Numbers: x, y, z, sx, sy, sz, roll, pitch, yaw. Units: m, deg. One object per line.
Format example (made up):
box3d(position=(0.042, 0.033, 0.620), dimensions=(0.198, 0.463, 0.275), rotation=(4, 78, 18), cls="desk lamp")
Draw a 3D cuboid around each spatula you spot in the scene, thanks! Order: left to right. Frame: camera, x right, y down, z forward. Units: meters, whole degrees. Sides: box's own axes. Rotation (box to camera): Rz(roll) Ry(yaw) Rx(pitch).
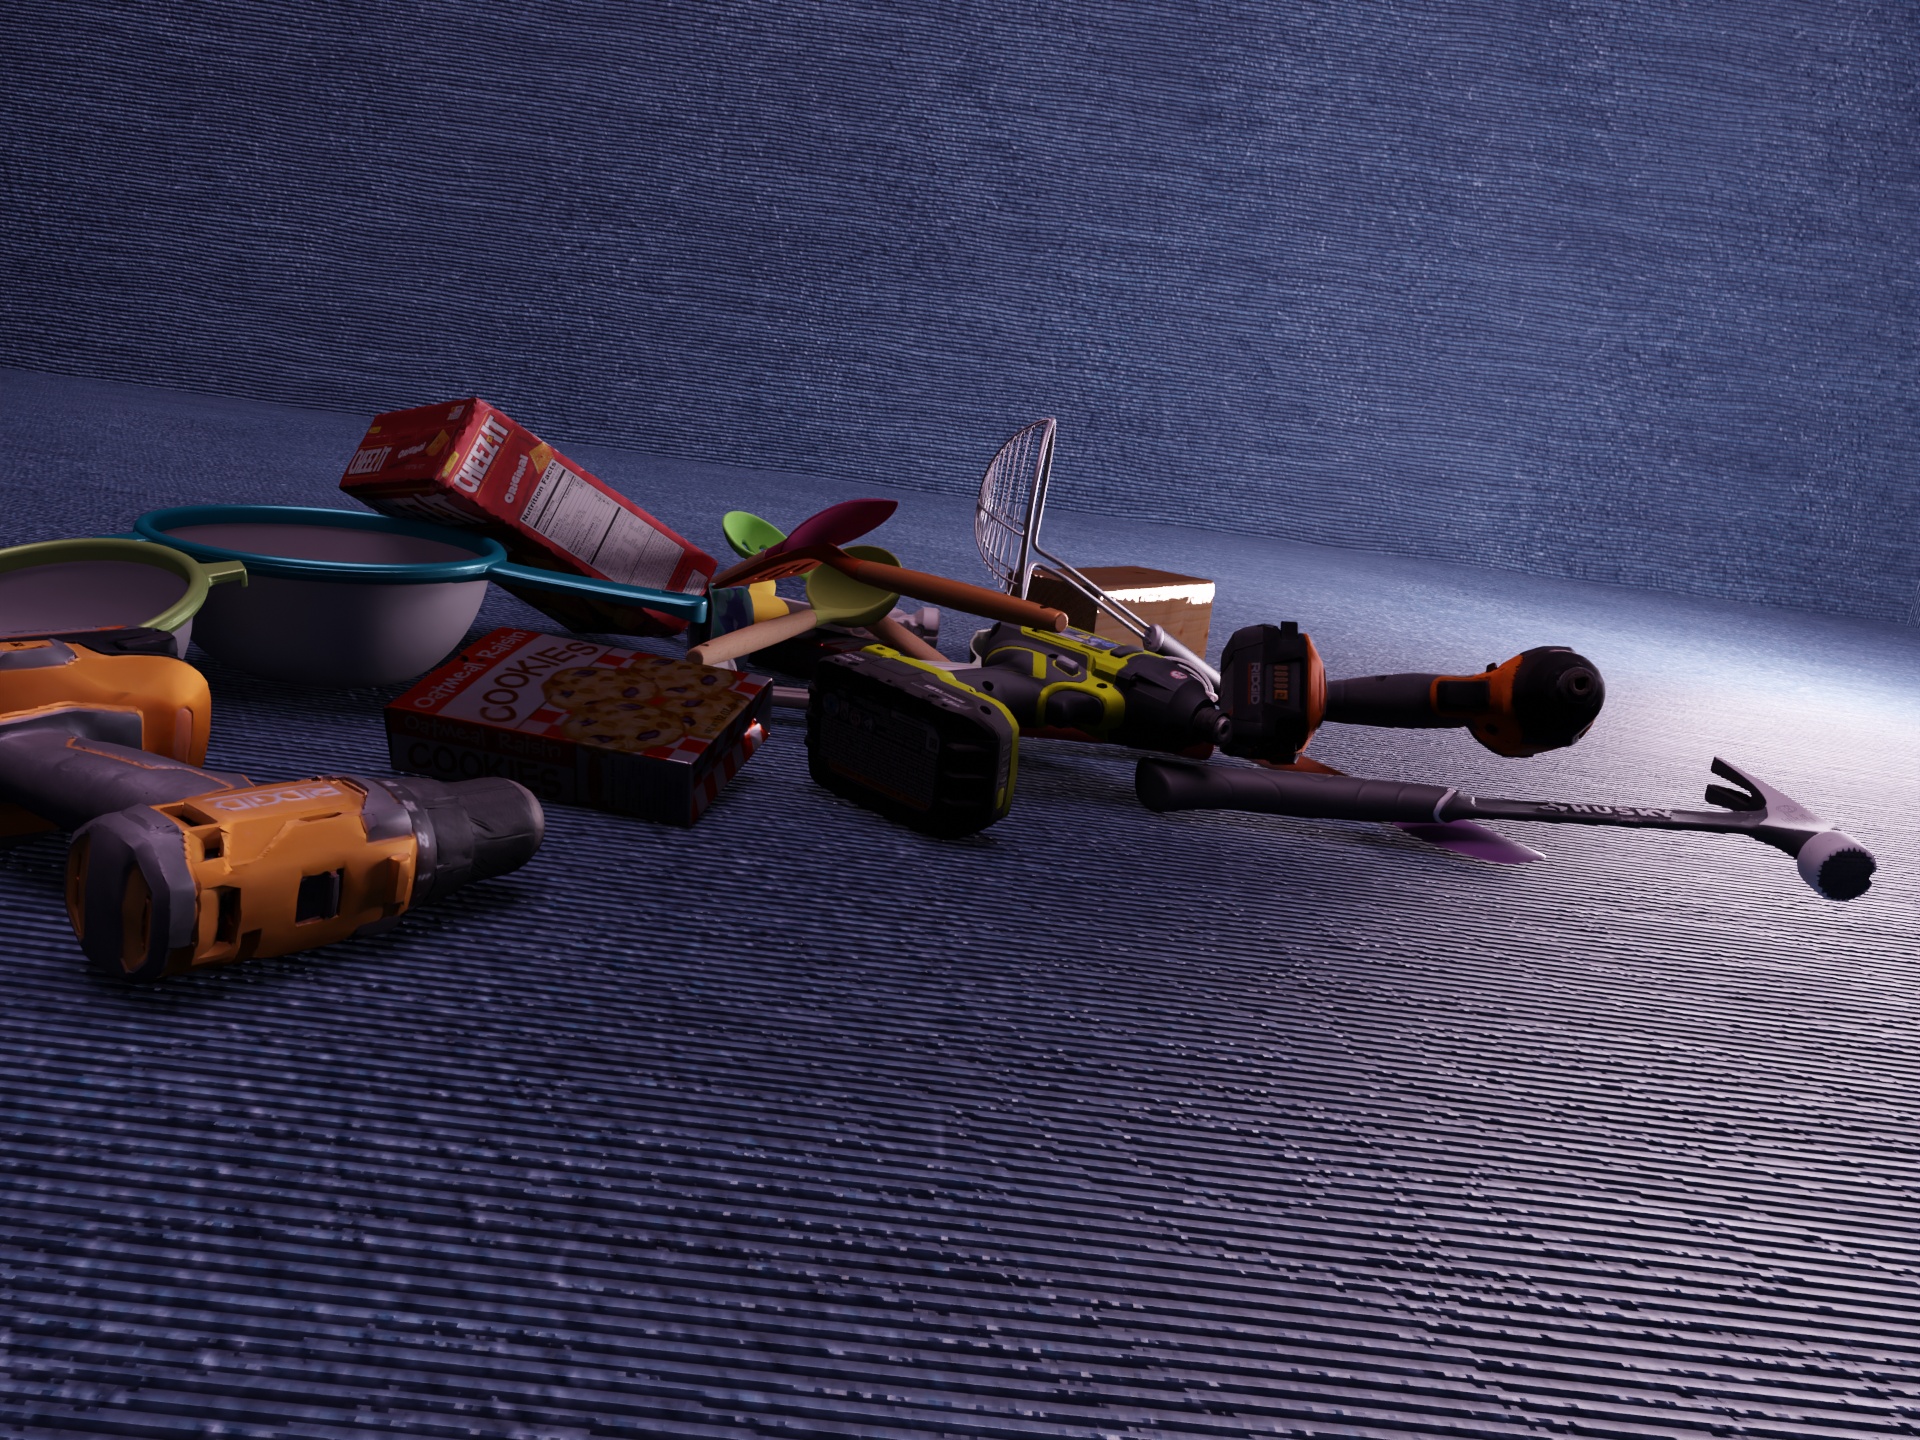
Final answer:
box3d(position=(-0.047, -0.084, 1.041), dimensions=(0.081, 0.041, 0.323), rotation=(-15, 23, -38), cls="spatula")
box3d(position=(0.245, 0.040, 1.056), dimensions=(0.059, 0.018, 0.316), rotation=(-4, 17, -32), cls="spatula")

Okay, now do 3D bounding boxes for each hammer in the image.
box3d(position=(-0.103, -0.124, 1.544), dimensions=(0.146, 0.038, 0.411), rotation=(5, 12, -5), cls="hammer")
box3d(position=(-0.002, -0.003, 1.057), dimensions=(0.359, 0.036, 0.149), rotation=(5, 13, -10), cls="hammer")
box3d(position=(0.310, 0.049, 0.956), dimensions=(0.409, 0.036, 0.149), rotation=(4, 19, 1), cls="hammer")

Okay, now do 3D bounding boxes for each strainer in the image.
box3d(position=(-0.515, -0.043, 0.829), dimensions=(0.256, 0.069, 0.151), rotation=(8, 30, 12), cls="strainer")
box3d(position=(-0.328, -0.061, 0.978), dimensions=(0.340, 0.095, 0.211), rotation=(9, 13, 0), cls="strainer")

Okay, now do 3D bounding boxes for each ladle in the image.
box3d(position=(-0.120, -0.081, 1.142), dimensions=(0.078, 0.062, 0.320), rotation=(7, 13, 16), cls="ladle")

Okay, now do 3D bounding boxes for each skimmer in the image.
box3d(position=(0.130, -0.088, 1.150), dimensions=(0.090, 0.127, 0.362), rotation=(-7, -28, 41), cls="skimmer")

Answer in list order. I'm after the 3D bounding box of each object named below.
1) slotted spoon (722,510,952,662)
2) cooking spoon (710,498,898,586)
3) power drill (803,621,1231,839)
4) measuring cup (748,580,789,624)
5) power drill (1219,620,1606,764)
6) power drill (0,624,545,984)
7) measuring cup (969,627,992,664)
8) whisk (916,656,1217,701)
box3d(position=(-0.100, -0.101, 1.324), dimensions=(0.070, 0.031, 0.314), rotation=(-2, 28, -47), cls="slotted spoon")
box3d(position=(-0.153, -0.113, 1.177), dimensions=(0.068, 0.017, 0.319), rotation=(-8, -8, -40), cls="cooking spoon")
box3d(position=(0.036, -0.004, 0.922), dimensions=(0.171, 0.080, 0.223), rotation=(22, 25, 38), cls="power drill")
box3d(position=(-0.164, -0.104, 1.301), dimensions=(0.062, 0.029, 0.157), rotation=(11, 23, -6), cls="measuring cup")
box3d(position=(0.282, -0.015, 1.000), dimensions=(0.226, 0.084, 0.164), rotation=(2, -6, 4), cls="power drill")
box3d(position=(-0.299, 0.027, 0.642), dimensions=(0.226, 0.084, 0.185), rotation=(20, 16, 30), cls="power drill")
box3d(position=(0.016, -0.024, 1.190), dimensions=(0.083, 0.038, 0.167), rotation=(22, 35, 32), cls="measuring cup")
box3d(position=(0.063, -0.024, 1.134), dimensions=(0.246, 0.058, 0.059), rotation=(4, -10, -7), cls="whisk")
